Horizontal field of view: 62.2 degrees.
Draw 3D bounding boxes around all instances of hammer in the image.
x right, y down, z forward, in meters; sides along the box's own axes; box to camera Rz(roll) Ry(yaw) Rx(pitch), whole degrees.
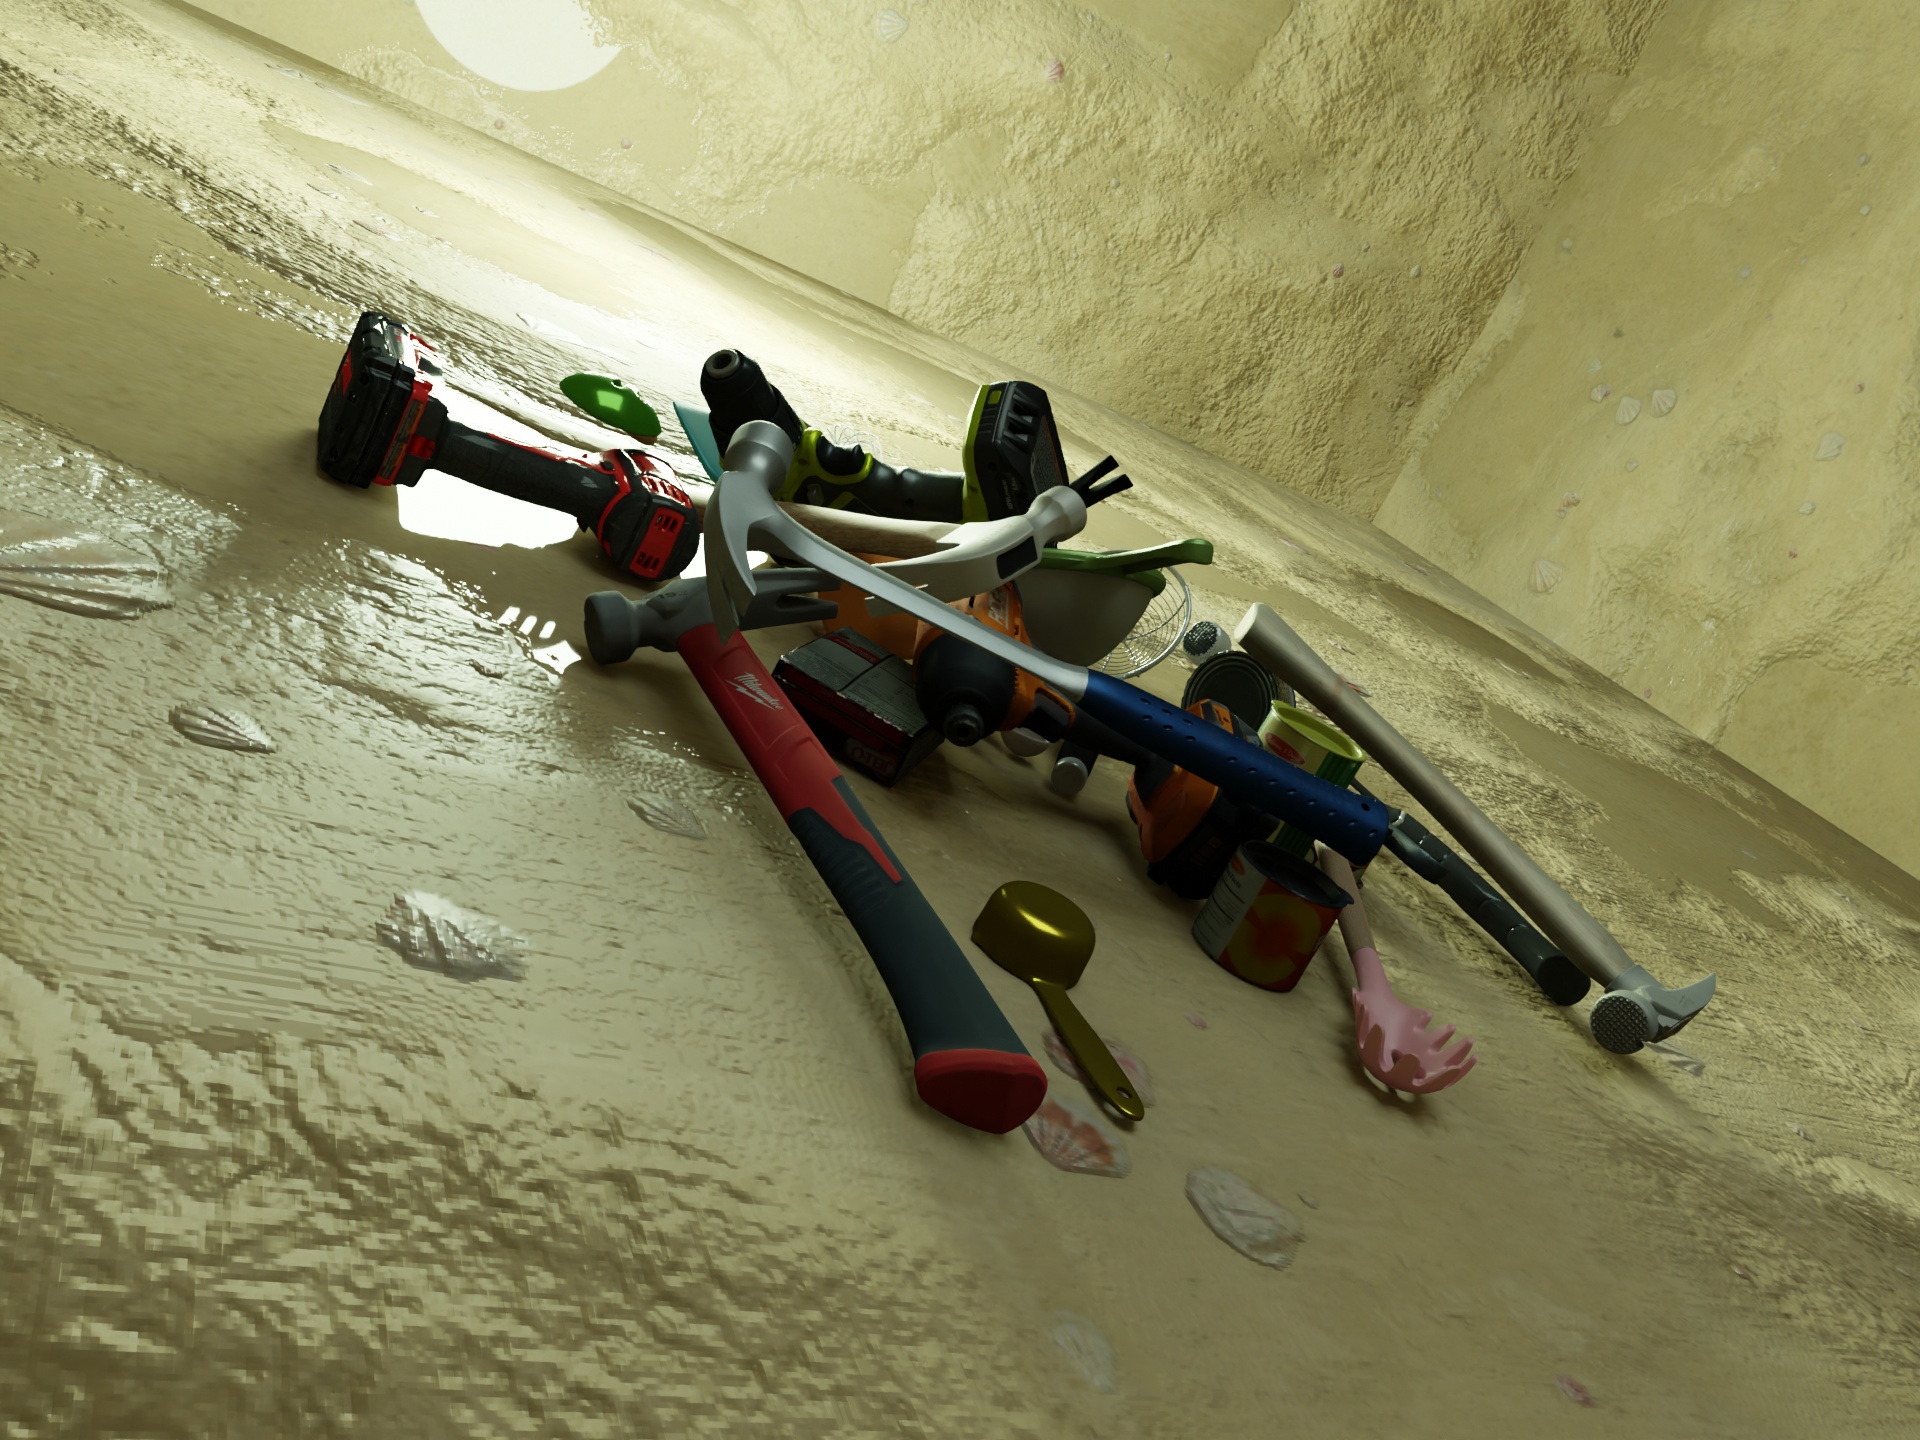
[{"bbox_3d":[0.067,-0.115,1.253,0.034,0.127,0.337,52,23,-17],"label":"hammer"},{"bbox_3d":[-0.052,0.036,0.734,0.143,0.038,0.387,-10,37,-26],"label":"hammer"},{"bbox_3d":[0.343,0.058,1.111,0.146,0.038,0.411,-3,44,-47],"label":"hammer"},{"bbox_3d":[-0.088,-0.118,0.987,0.331,0.031,0.130,13,37,42],"label":"hammer"},{"bbox_3d":[0.052,-0.018,0.826,0.405,0.035,0.144,26,38,-16],"label":"hammer"},{"bbox_3d":[0.319,0.068,1.204,0.149,0.036,0.409,37,10,-45],"label":"hammer"}]

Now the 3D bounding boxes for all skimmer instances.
[{"bbox_3d":[0.096,-0.045,1.146,0.127,0.090,0.363,-5,16,13],"label":"skimmer"}]

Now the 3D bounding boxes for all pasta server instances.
[{"bbox_3d":[0.234,0.117,0.926,0.060,0.040,0.316,18,24,-5],"label":"pasta server"}]

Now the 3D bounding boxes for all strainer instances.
[{"bbox_3d":[0.081,-0.069,1.003,0.151,0.069,0.256,7,-4,-24],"label":"strainer"}]

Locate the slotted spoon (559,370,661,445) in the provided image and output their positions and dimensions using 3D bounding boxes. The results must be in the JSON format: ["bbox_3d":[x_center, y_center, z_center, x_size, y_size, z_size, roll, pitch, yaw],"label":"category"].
[{"bbox_3d":[-0.235,-0.215,1.135,0.070,0.031,0.314,29,2,-8],"label":"slotted spoon"}]

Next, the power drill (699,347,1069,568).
[{"bbox_3d":[-0.054,-0.173,1.064,0.228,0.080,0.190,5,-30,17],"label":"power drill"}]

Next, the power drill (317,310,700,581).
[{"bbox_3d":[-0.272,-0.163,0.979,0.219,0.078,0.143,20,19,-29],"label":"power drill"}]

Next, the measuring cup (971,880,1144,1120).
[{"bbox_3d":[0.052,0.120,0.713,0.062,0.029,0.157,18,18,-27],"label":"measuring cup"}]

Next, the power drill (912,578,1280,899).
[{"bbox_3d":[0.071,0.008,0.914,0.226,0.084,0.164,32,26,-14],"label":"power drill"}]

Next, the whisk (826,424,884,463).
[{"bbox_3d":[-0.068,-0.180,1.353,0.070,0.070,0.285,16,25,-31],"label":"whisk"}]

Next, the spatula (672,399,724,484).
[{"bbox_3d":[-0.119,-0.150,1.210,0.082,0.044,0.318,11,25,-51],"label":"spatula"}]

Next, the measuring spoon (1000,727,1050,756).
[{"bbox_3d":[-0.002,-0.003,1.021,0.124,0.018,0.034,22,11,7],"label":"measuring spoon"}]

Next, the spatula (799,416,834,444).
[{"bbox_3d":[-0.042,-0.153,1.221,0.315,0.018,0.060,36,17,-47],"label":"spatula"}]

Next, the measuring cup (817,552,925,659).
[{"bbox_3d":[-0.033,-0.055,1.011,0.052,0.095,0.174,-3,41,-39],"label":"measuring cup"}]
